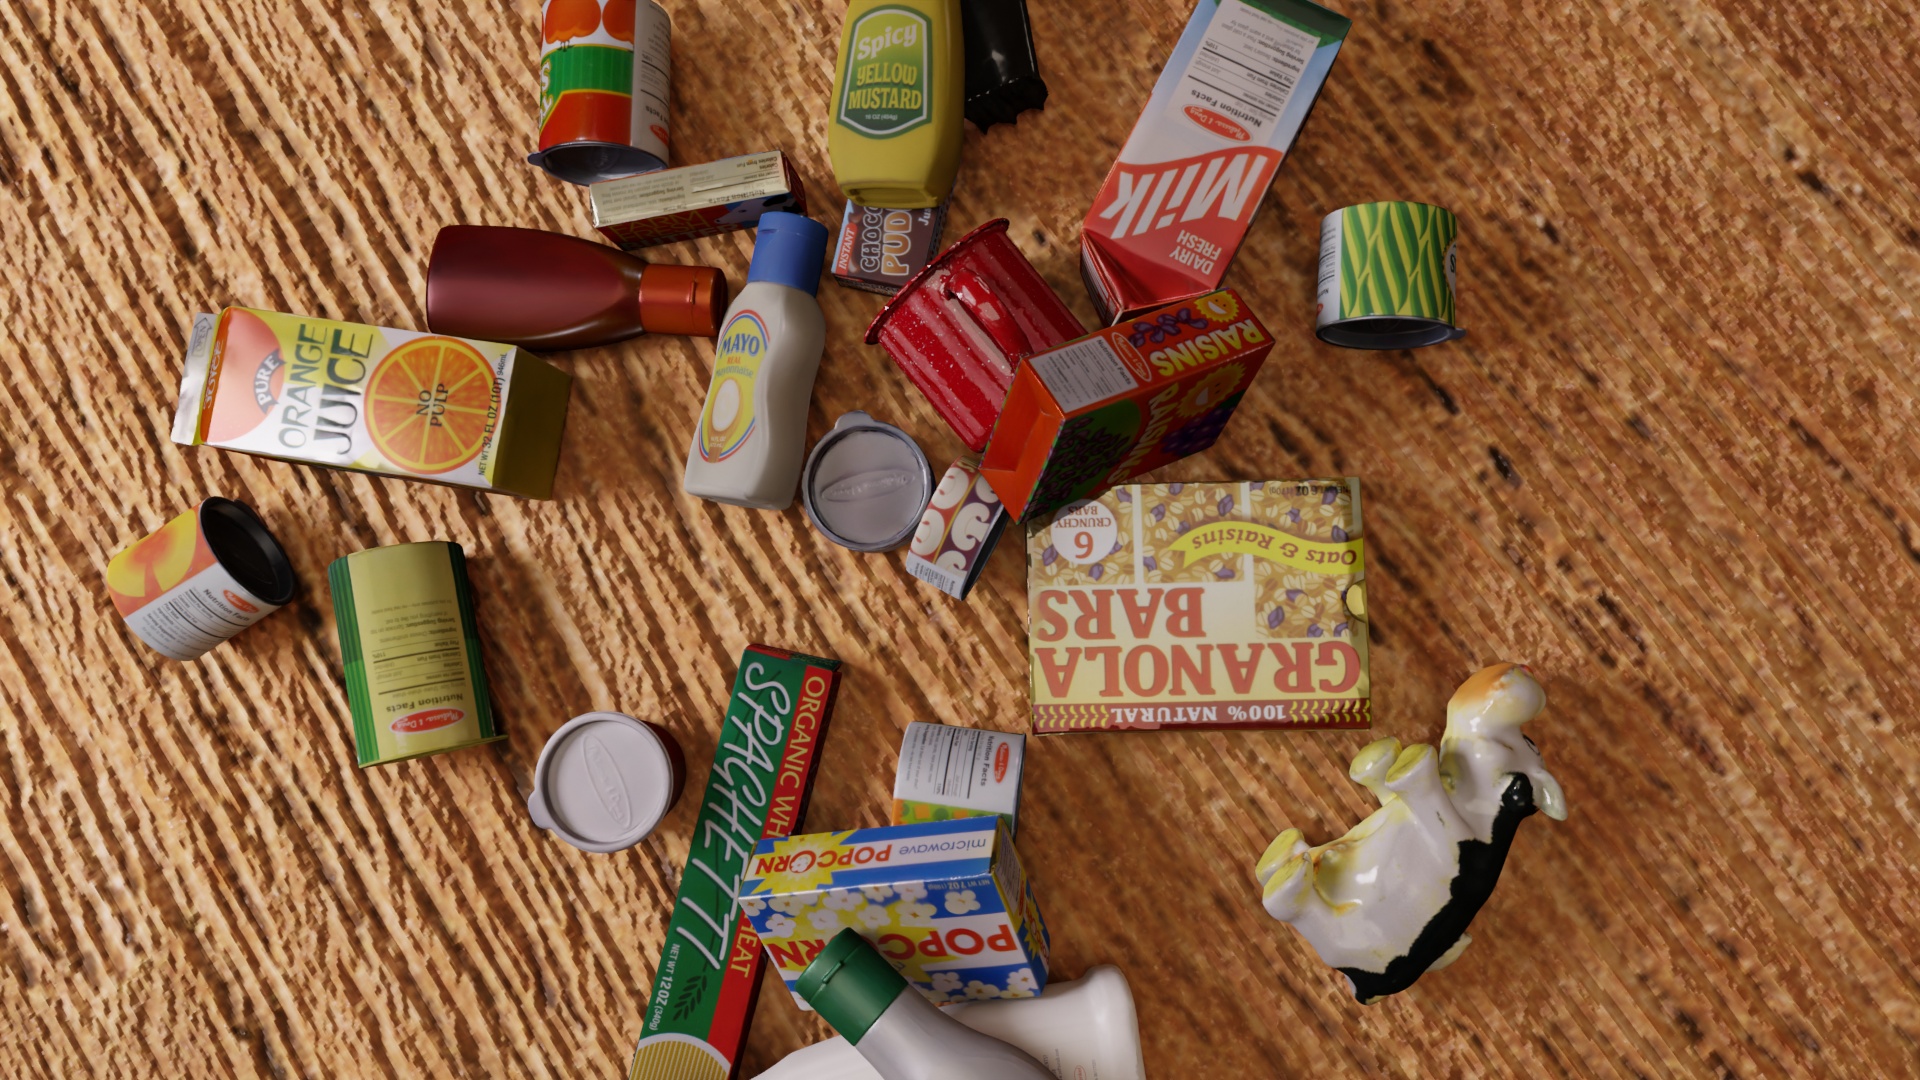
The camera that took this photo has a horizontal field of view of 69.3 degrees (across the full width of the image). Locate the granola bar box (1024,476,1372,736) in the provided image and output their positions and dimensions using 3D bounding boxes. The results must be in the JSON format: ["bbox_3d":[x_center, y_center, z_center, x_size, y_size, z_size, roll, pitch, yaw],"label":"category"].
[{"bbox_3d":[0.115,0.033,0.689,0.166,0.039,0.124,-2,85,4],"label":"granola bar box"}]

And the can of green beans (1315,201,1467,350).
[{"bbox_3d":[0.210,-0.129,0.684,0.071,0.071,0.058,3,85,4],"label":"can of green beans"}]

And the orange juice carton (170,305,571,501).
[{"bbox_3d":[-0.308,-0.071,0.710,0.193,0.073,0.072,9,86,5],"label":"orange juice carton"}]

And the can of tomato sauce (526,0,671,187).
[{"bbox_3d":[-0.186,-0.233,0.720,0.071,0.071,0.083,-1,84,4],"label":"can of tomato sauce"}]

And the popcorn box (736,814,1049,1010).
[{"bbox_3d":[-0.029,0.176,0.652,0.126,0.038,0.085,-9,123,17],"label":"popcorn box"}]

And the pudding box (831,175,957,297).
[{"bbox_3d":[-0.033,-0.170,0.722,0.050,0.030,0.083,13,86,6],"label":"pudding box"}]

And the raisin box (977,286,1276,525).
[{"bbox_3d":[0.077,-0.063,0.650,0.124,0.085,0.040,-22,64,-26],"label":"raisin box"}]

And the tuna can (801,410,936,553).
[{"bbox_3d":[-0.046,-0.029,0.709,0.071,0.033,0.071,0,85,4],"label":"tuna can"}]

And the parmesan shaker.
[{"bbox_3d":[-0.274,0.057,0.702,0.071,0.071,0.103,-13,83,3],"label":"parmesan shaker"}]

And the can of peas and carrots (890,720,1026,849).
[{"bbox_3d":[0.000,0.125,0.676,0.059,0.071,0.071,6,86,5],"label":"can of peas and carrots"}]

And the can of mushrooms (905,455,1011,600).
[{"bbox_3d":[0.002,-0.009,0.687,0.033,0.071,0.071,26,87,7],"label":"can of mushrooms"}]

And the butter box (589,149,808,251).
[{"bbox_3d":[-0.135,-0.175,0.718,0.103,0.053,0.024,-10,87,4],"label":"butter box"}]

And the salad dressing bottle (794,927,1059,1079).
[{"bbox_3d":[-0.007,0.232,0.604,0.148,0.044,0.064,41,78,11],"label":"salad dressing bottle"}]

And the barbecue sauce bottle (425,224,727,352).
[{"bbox_3d":[-0.198,-0.128,0.723,0.148,0.043,0.065,4,85,4],"label":"barbecue sauce bottle"}]

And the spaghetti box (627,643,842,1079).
[{"bbox_3d":[-0.115,0.177,0.696,0.050,0.028,0.250,14,86,4],"label":"spaghetti box"}]

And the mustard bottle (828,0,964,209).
[{"bbox_3d":[-0.029,-0.247,0.686,0.065,0.049,0.160,3,87,13],"label":"mustard bottle"}]

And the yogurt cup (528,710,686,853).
[{"bbox_3d":[-0.170,0.118,0.693,0.072,0.054,0.072,0,85,4],"label":"yogurt cup"}]

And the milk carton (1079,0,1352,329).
[{"bbox_3d":[0.115,-0.176,0.692,0.073,0.072,0.190,27,86,6],"label":"milk carton"}]

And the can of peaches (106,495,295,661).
[{"bbox_3d":[-0.389,0.018,0.713,0.058,0.071,0.071,-32,84,1],"label":"can of peaches"}]

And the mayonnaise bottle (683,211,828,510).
[{"bbox_3d":[-0.099,-0.091,0.707,0.065,0.041,0.148,6,82,43],"label":"mayonnaise bottle"}]
